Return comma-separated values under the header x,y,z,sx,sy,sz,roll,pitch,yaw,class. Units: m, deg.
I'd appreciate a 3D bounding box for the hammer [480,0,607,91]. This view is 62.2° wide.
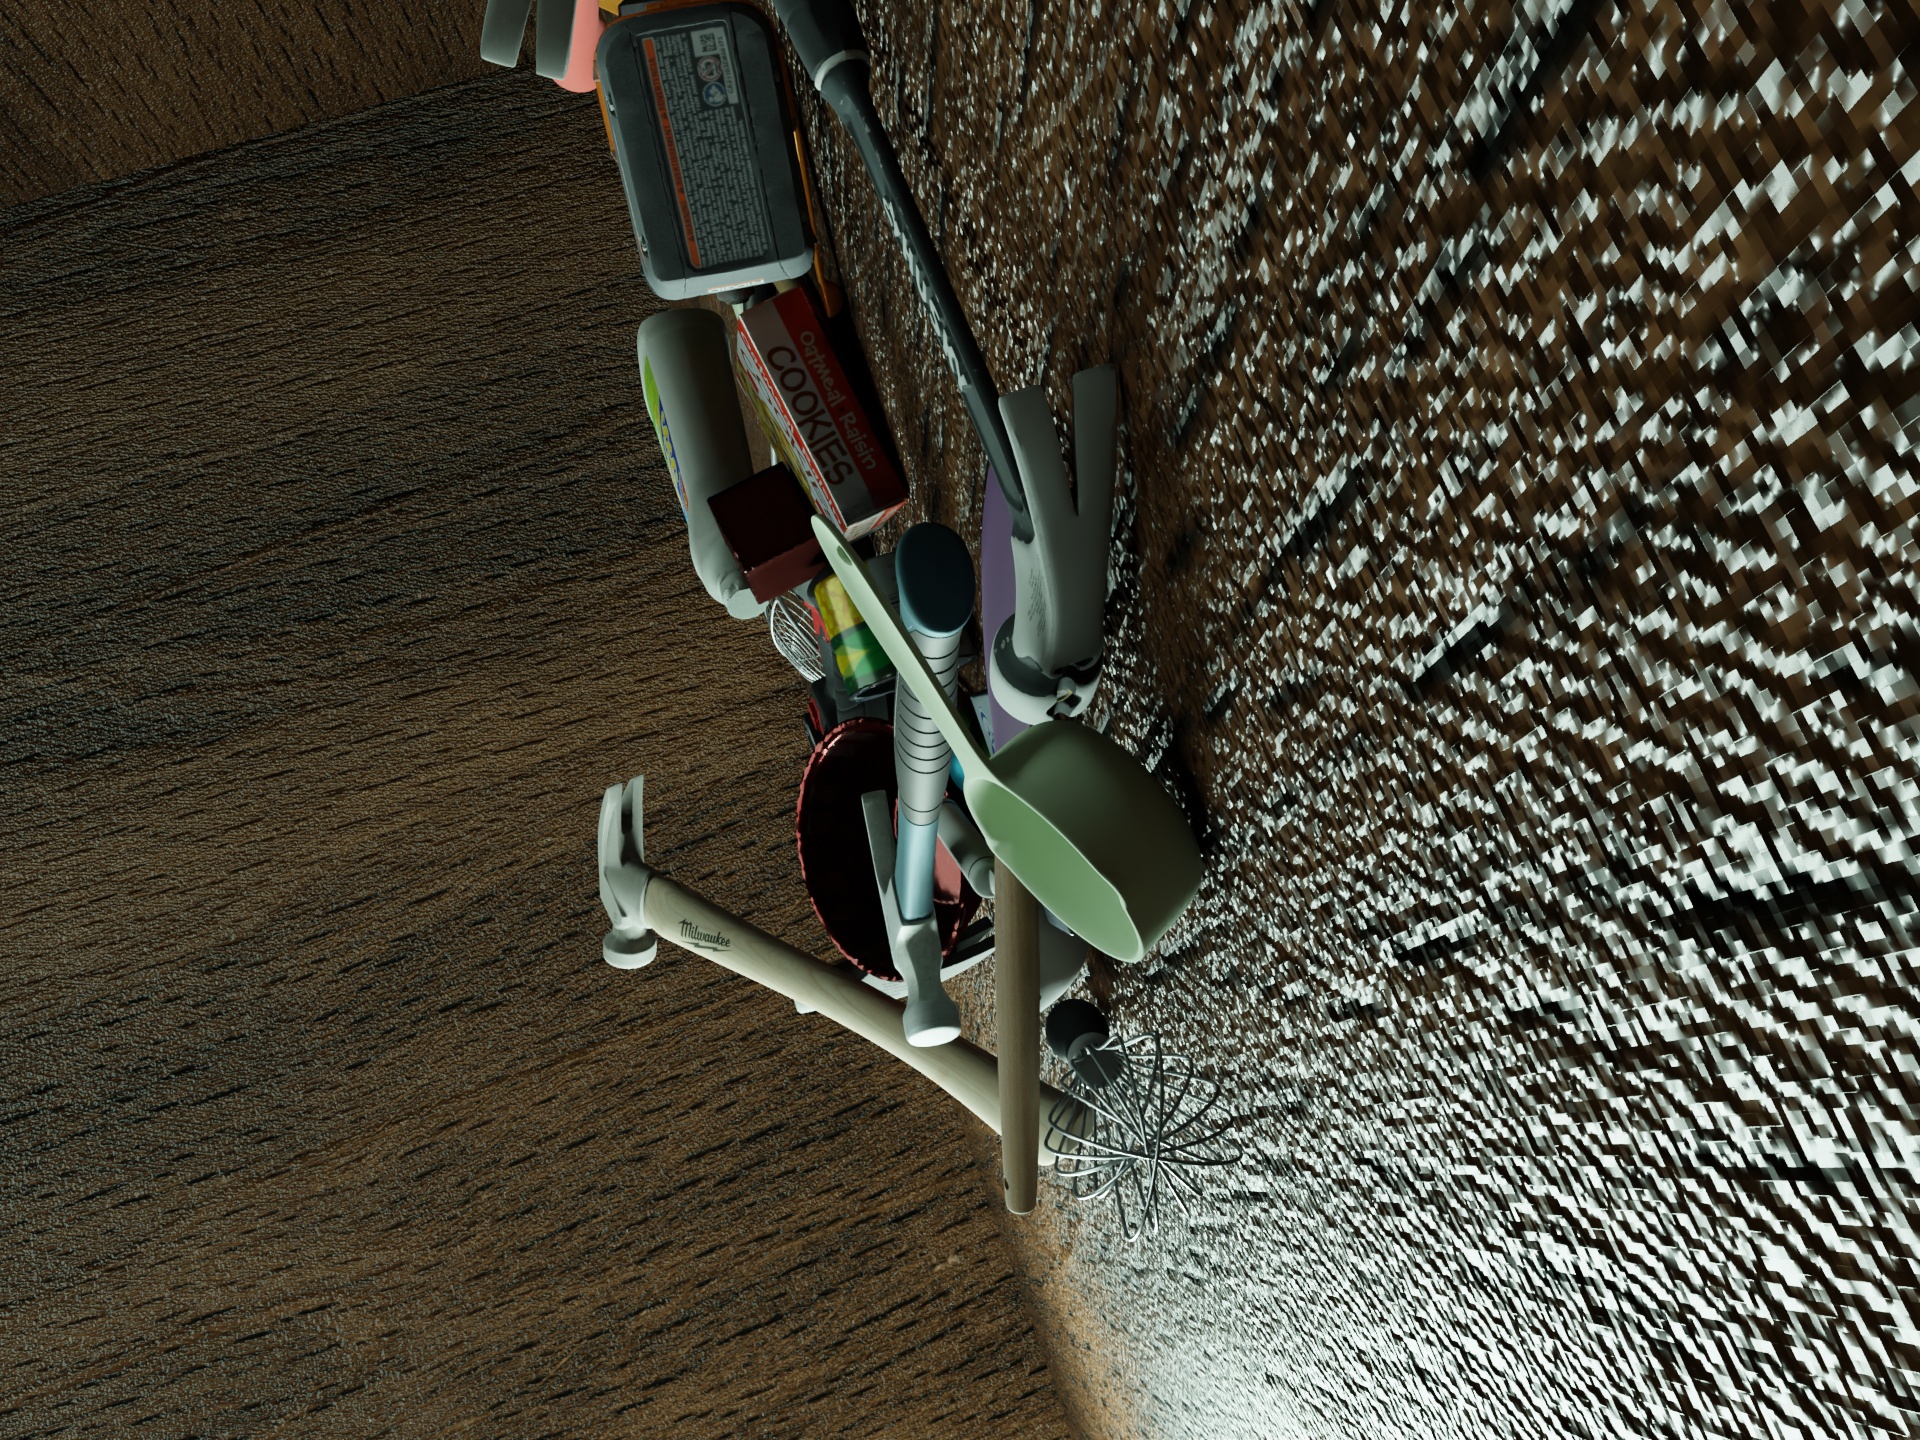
x,y,z,sx,sy,sz,roll,pitch,yaw,class
-0.181,-0.336,0.735,0.359,0.036,0.149,-145,67,-74,hammer

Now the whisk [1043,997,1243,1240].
x,y,z,sx,sy,sz,roll,pitch,yaw,class
0.059,0.148,0.658,0.284,0.070,0.070,133,118,-87,whisk

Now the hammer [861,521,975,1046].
x,y,z,sx,sy,sz,roll,pitch,yaw,class
-0.018,0.031,0.740,0.330,0.033,0.128,96,163,-56,hammer

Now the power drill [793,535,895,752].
x,y,z,sx,sy,sz,roll,pitch,yaw,class
-0.079,-0.049,1.115,0.143,0.078,0.219,-119,15,-52,power drill

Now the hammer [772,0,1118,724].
x,y,z,sx,sy,sz,roll,pitch,yaw,class
-0.035,-0.204,0.523,0.149,0.036,0.409,92,158,-67,hammer

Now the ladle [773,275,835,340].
x,y,z,sx,sy,sz,roll,pitch,yaw,class
-0.144,-0.313,0.993,0.078,0.062,0.321,80,166,-46,ladle

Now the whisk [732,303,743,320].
x,y,z,sx,sy,sz,roll,pitch,yaw,class
-0.187,-0.392,1.174,0.059,0.058,0.246,-55,-48,-55,whisk

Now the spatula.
x,y,z,sx,sy,sz,roll,pitch,yaw,class
0.021,0.057,0.617,0.060,0.018,0.315,-132,37,-65,spatula

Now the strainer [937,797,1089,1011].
x,y,z,sx,sy,sz,roll,pitch,yaw,class
0.018,0.078,0.779,0.259,0.050,0.086,-133,34,-70,strainer

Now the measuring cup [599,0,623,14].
x,y,z,sx,sy,sz,roll,pitch,yaw,class
-0.187,-0.449,0.963,0.174,0.095,0.052,43,119,22,measuring cup

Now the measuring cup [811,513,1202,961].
x,y,z,sx,sy,sz,roll,pitch,yaw,class
0.015,-0.001,0.474,0.167,0.038,0.083,55,163,-17,measuring cup

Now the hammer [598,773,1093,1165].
x,y,z,sx,sy,sz,roll,pitch,yaw,class
-0.090,0.166,1.034,0.411,0.038,0.146,22,120,32,hammer

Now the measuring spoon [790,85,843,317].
x,y,z,sx,sy,sz,roll,pitch,yaw,class
-0.071,-0.254,0.782,0.021,0.011,0.116,-115,12,-52,measuring spoon

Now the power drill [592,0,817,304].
x,y,z,sx,sy,sz,roll,pitch,yaw,class
-0.123,-0.274,0.785,0.227,0.084,0.164,-112,11,-64,power drill

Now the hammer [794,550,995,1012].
x,y,z,sx,sy,sz,roll,pitch,yaw,class
-0.053,0.046,1.041,0.035,0.146,0.334,-118,21,-57,hammer

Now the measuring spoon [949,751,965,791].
x,y,z,sx,sy,sz,roll,pitch,yaw,class
0.017,0.056,0.850,0.042,0.021,0.129,79,170,-50,measuring spoon

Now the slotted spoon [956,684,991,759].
x,y,z,sx,sy,sz,roll,pitch,yaw,class
-0.001,-0.003,0.832,0.314,0.031,0.070,-126,15,-71,slotted spoon

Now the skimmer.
x,y,z,sx,sy,sz,roll,pitch,yaw,class
-0.108,-0.174,1.180,0.127,0.090,0.363,-111,16,-48,skimmer
